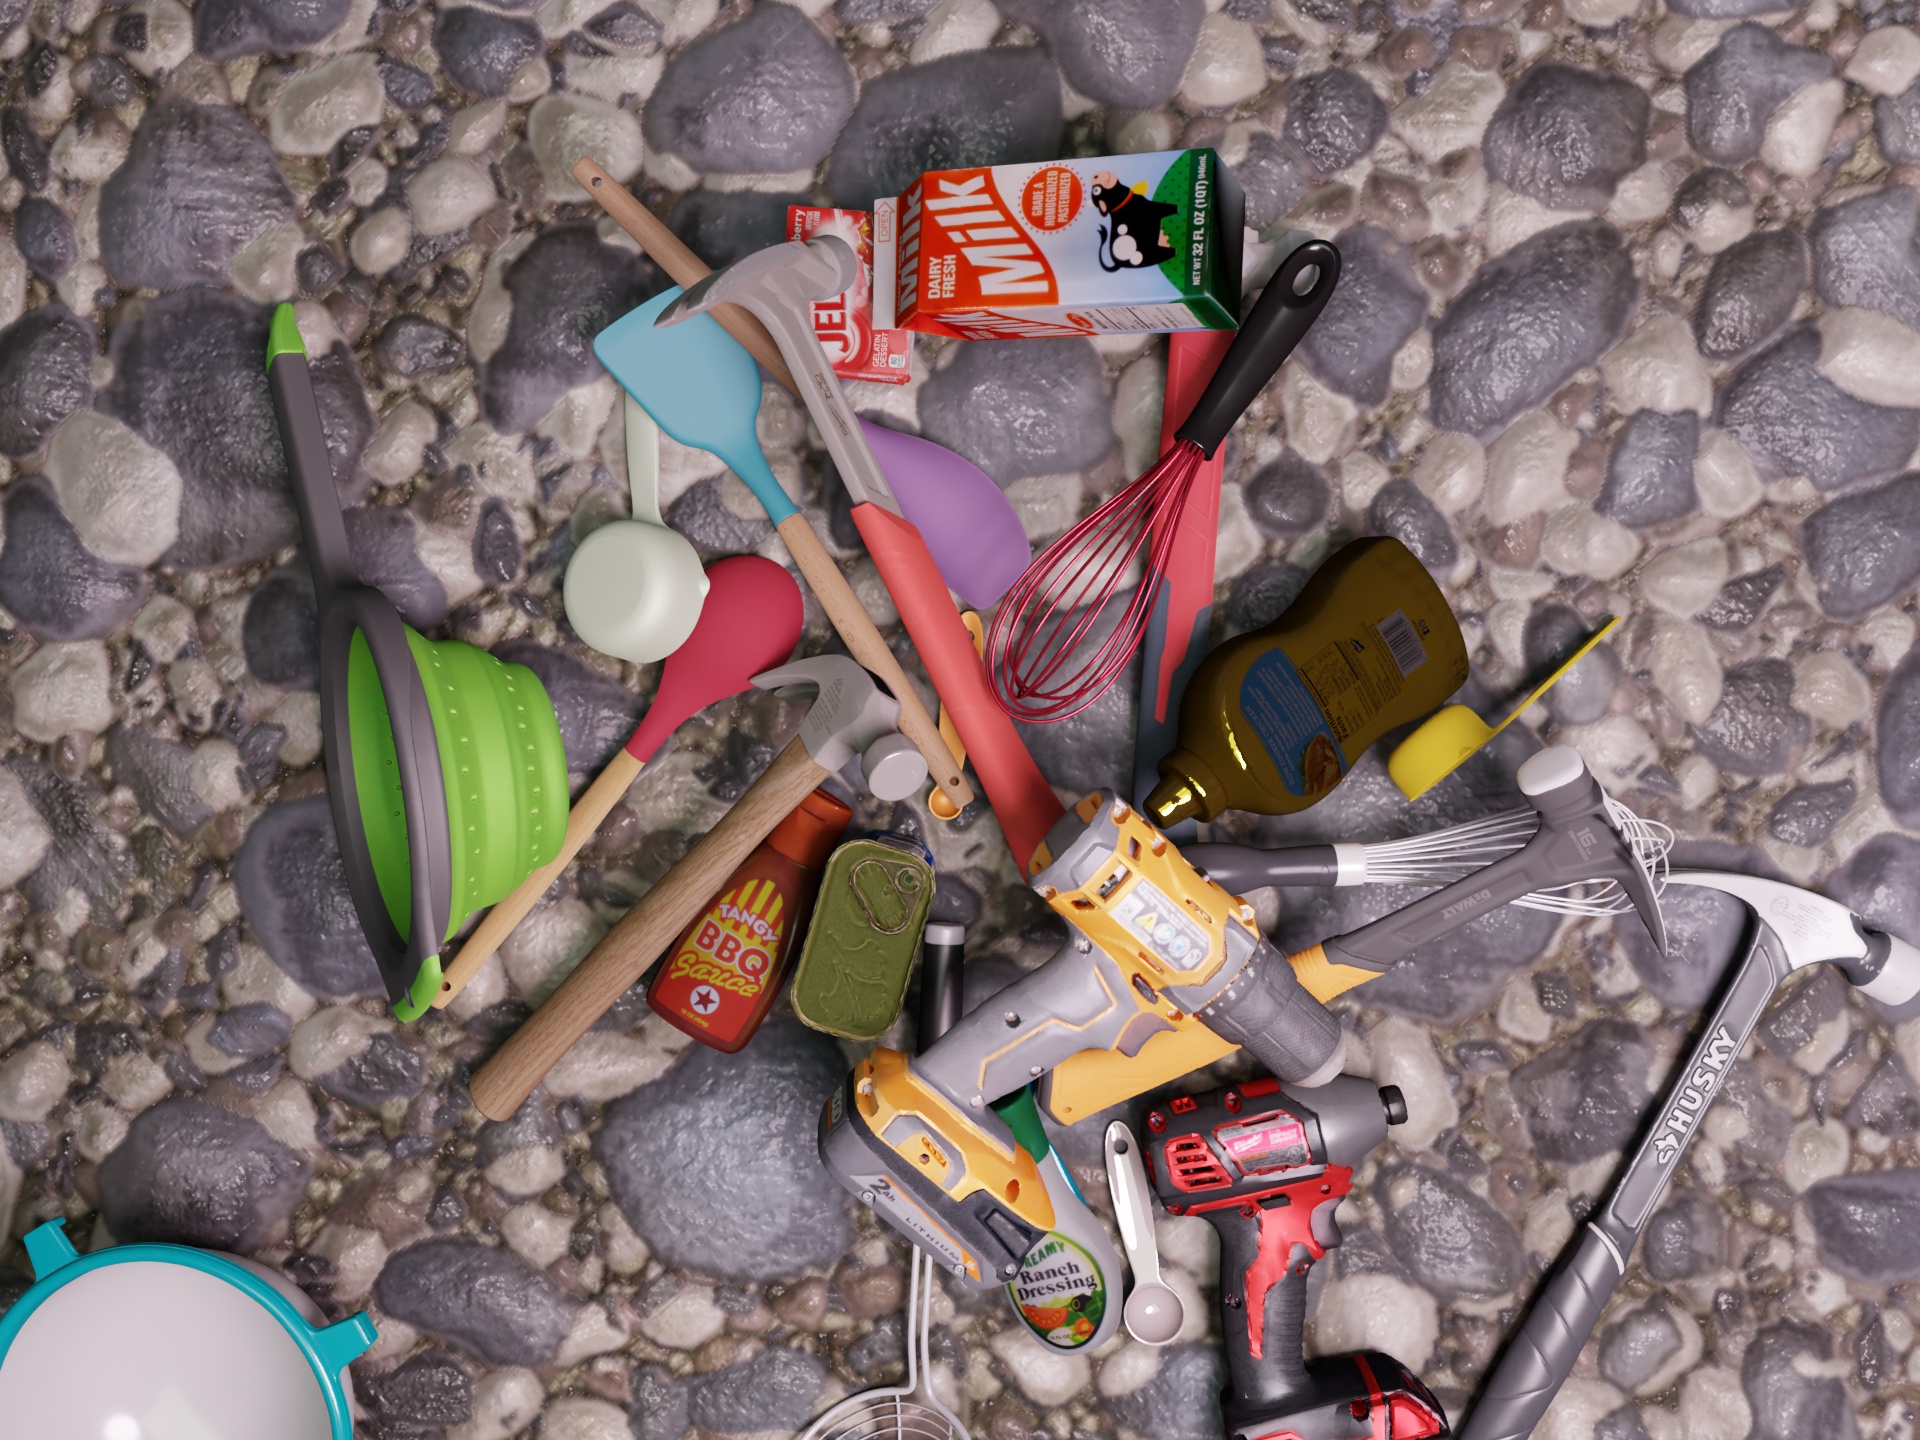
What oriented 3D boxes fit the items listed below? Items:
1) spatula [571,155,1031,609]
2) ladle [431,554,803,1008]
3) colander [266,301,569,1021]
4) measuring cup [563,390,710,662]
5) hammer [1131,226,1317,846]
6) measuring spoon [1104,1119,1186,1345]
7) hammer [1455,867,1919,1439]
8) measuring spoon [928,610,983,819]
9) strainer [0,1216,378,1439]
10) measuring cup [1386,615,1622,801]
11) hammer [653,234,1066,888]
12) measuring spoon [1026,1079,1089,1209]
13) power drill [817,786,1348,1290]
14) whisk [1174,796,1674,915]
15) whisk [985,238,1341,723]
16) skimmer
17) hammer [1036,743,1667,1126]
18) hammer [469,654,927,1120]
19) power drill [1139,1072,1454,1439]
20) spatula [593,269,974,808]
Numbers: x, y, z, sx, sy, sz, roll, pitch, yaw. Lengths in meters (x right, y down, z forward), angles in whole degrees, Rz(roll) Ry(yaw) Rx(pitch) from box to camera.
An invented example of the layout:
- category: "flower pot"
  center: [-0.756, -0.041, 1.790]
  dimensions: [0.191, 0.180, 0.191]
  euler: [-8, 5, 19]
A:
- category: "spatula"
  center: [-0.082, -0.182, 0.849]
  dimensions: [0.315, 0.018, 0.060]
  euler: [42, 94, -13]
- category: "ladle"
  center: [-0.198, 0.038, 0.885]
  dimensions: [0.069, 0.031, 0.315]
  euler: [39, 94, -1]
- category: "colander"
  center: [-0.289, -0.047, 0.850]
  dimensions: [0.094, 0.204, 0.397]
  euler: [-9, 74, -31]
- category: "measuring cup"
  center: [-0.182, -0.116, 0.863]
  dimensions: [0.083, 0.038, 0.167]
  euler: [-6, 84, 27]
- category: "hammer"
  center: [0.104, -0.075, 0.864]
  dimensions: [0.143, 0.038, 0.386]
  euler: [5, 92, 3]
- category: "measuring spoon"
  center: [0.100, 0.285, 0.890]
  dimensions: [0.034, 0.018, 0.124]
  euler: [-11, 85, 4]
- category: "hammer"
  center: [0.358, 0.268, 0.868]
  dimensions: [0.149, 0.036, 0.409]
  euler: [28, 93, 2]
- category: "measuring spoon"
  center: [-0.001, -0.003, 0.885]
  dimensions: [0.021, 0.011, 0.117]
  euler: [7, 89, 7]
- category: "strainer"
  center: [-0.432, 0.437, 0.873]
  dimensions: [0.211, 0.095, 0.340]
  euler: [15, 94, 4]
- category: "measuring cup"
  center: [0.293, -0.015, 0.859]
  dimensions: [0.156, 0.062, 0.029]
  euler: [-39, 76, -8]
- category: "hammer"
  center: [-0.027, -0.067, 0.811]
  dimensions: [0.037, 0.149, 0.359]
  euler: [-16, 108, 31]
- category: "measuring spoon"
  center: [0.042, 0.241, 0.884]
  dimensions: [0.042, 0.021, 0.128]
  euler: [-29, 91, 3]
- category: "power drill"
  center: [0.063, 0.171, 0.783]
  dimensions: [0.185, 0.084, 0.226]
  euler: [41, 95, -10]
- category: "whisk"
  center: [0.235, 0.074, 0.838]
  dimensions: [0.284, 0.070, 0.070]
  euler: [-2, 92, -3]
- category: "whisk"
  center: [0.108, -0.125, 0.817]
  dimensions: [0.073, 0.073, 0.296]
  euler: [34, 88, 0]
- category: "skimmer"
  center: [-0.038, 0.292, 0.855]
  dimensions: [0.127, 0.090, 0.363]
  euler: [4, 89, 36]
- category: "hammer"
  center: [0.189, 0.137, 0.829]
  dimensions: [0.337, 0.034, 0.127]
  euler: [-30, 115, 18]
- category: "hammer"
  center: [-0.154, 0.094, 0.855]
  dimensions: [0.331, 0.130, 0.031]
  euler: [-46, 131, 13]
- category: "power drill"
  center: [0.189, 0.300, 0.857]
  dimensions: [0.143, 0.078, 0.220]
  euler: [-14, 89, 2]
- category: "spatula"
  center: [-0.081, -0.088, 0.863]
  dimensions: [0.082, 0.044, 0.317]
  euler: [-32, 89, -10]
